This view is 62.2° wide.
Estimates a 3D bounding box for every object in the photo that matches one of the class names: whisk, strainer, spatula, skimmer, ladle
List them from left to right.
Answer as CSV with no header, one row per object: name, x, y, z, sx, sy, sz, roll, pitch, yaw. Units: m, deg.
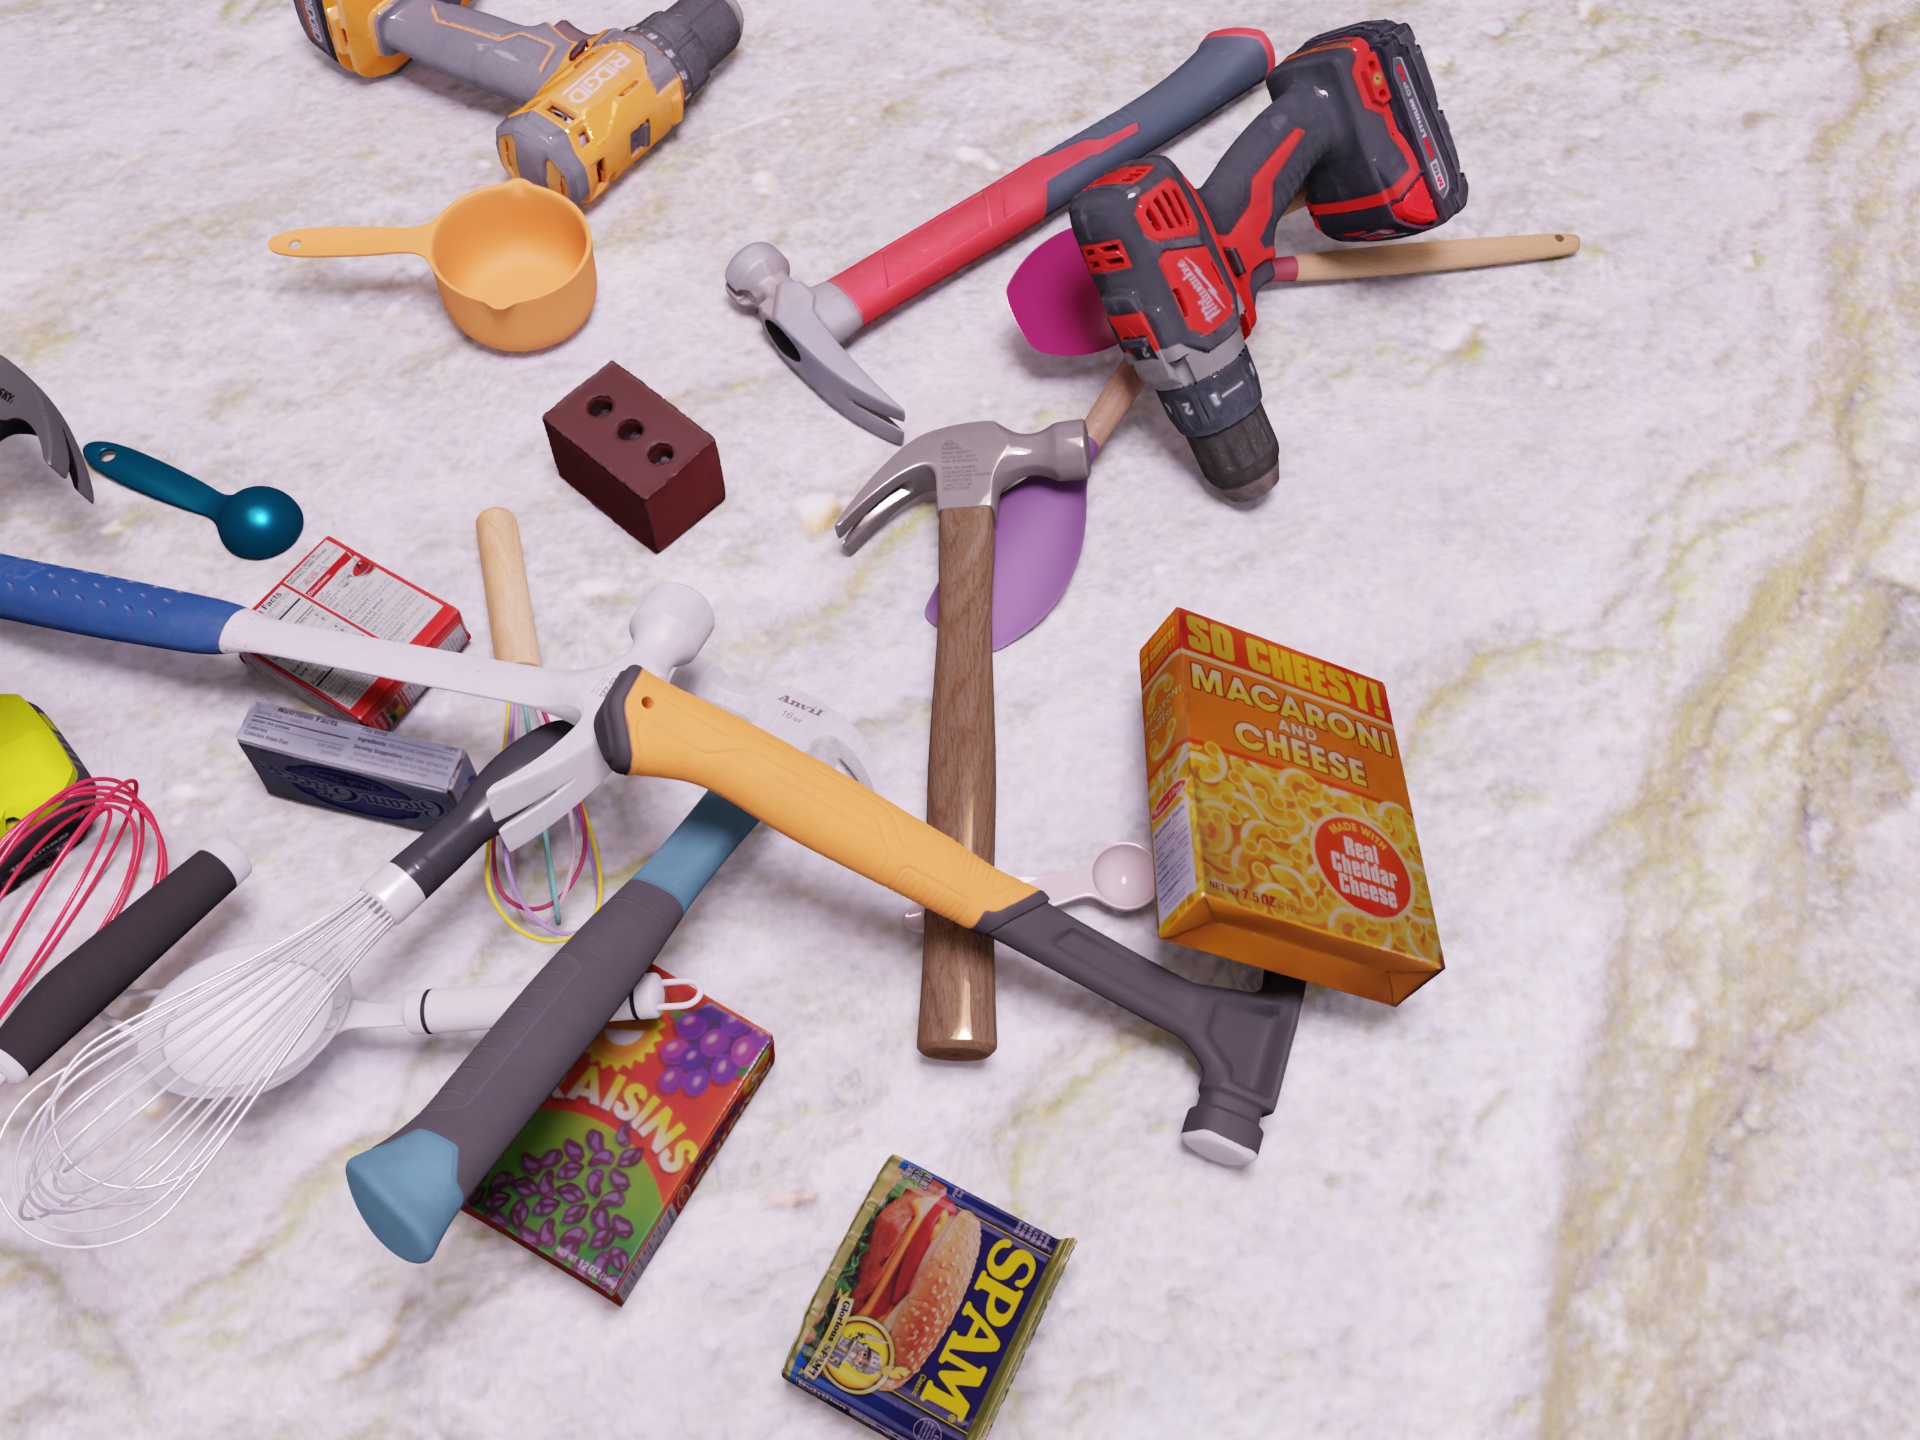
skimmer,-0.399,0.192,0.597,0.127,0.090,0.363,18,47,21
whisk,-0.422,0.153,0.657,0.073,0.073,0.296,21,68,7
whisk,-0.254,0.093,0.643,0.070,0.070,0.285,35,58,14
strainer,-0.234,0.126,0.670,0.258,0.050,0.087,-5,39,6
whisk,-0.212,-0.005,0.763,0.047,0.051,0.245,-14,61,-5
spatula,0.083,-0.169,0.859,0.060,0.018,0.316,30,75,9
ladle,0.222,-0.272,0.943,0.315,0.031,0.069,-7,70,-10

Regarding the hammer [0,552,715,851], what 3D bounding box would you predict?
hammer,-0.324,-0.036,0.723,0.405,0.035,0.144,10,45,15

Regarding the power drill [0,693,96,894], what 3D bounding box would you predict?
power drill,-0.448,-0.003,0.637,0.190,0.228,0.080,-38,71,-21

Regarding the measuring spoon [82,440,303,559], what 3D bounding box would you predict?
measuring spoon,-0.401,-0.122,0.821,0.128,0.021,0.042,23,63,7

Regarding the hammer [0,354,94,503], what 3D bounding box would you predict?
hammer,-0.564,-0.008,0.713,0.149,0.036,0.409,27,71,25

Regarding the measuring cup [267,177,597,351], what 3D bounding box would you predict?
measuring cup,-0.288,-0.247,0.881,0.173,0.052,0.095,0,62,-2

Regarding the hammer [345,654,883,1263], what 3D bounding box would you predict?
hammer,-0.134,0.082,0.654,0.128,0.033,0.331,22,38,10

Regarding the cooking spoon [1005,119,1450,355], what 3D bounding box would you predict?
cooking spoon,0.162,-0.289,0.917,0.319,0.017,0.069,-29,94,-19

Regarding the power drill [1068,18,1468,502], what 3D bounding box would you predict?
power drill,0.172,-0.247,0.854,0.227,0.187,0.080,-42,28,-22

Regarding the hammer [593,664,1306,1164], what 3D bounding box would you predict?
hammer,0.003,0.063,0.679,0.336,0.034,0.127,29,61,-14

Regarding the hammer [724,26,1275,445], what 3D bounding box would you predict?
hammer,0.057,-0.306,0.943,0.386,0.038,0.143,-36,71,-20

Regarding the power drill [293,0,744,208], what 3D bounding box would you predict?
power drill,-0.260,-0.422,0.960,0.226,0.084,0.185,34,64,8

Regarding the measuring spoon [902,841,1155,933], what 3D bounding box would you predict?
measuring spoon,0.034,0.085,0.751,0.124,0.018,0.034,-11,62,-2

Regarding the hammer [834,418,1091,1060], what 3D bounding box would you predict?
hammer,-0.001,-0.002,0.767,0.130,0.031,0.332,-4,63,10
